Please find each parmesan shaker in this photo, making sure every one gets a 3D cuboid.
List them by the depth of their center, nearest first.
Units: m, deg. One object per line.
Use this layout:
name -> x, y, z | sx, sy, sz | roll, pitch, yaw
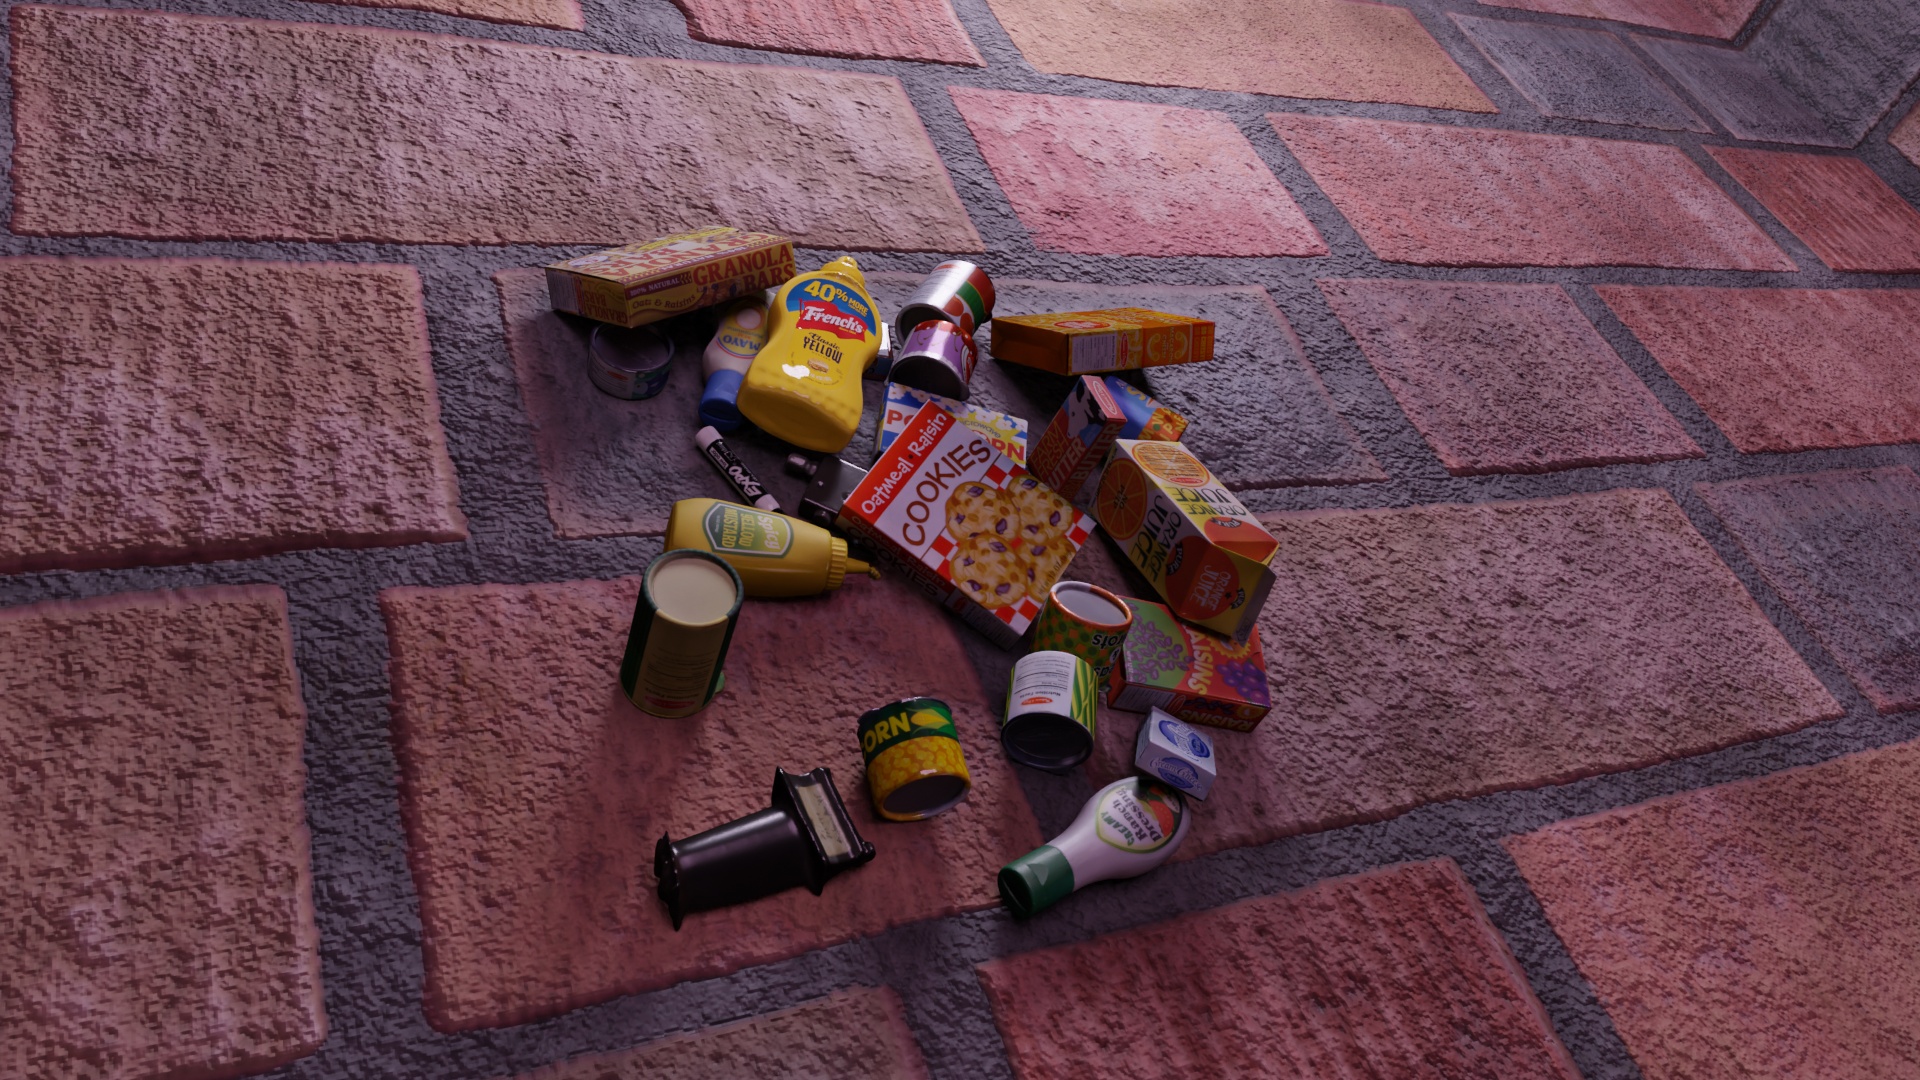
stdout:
parmesan shaker -> -0.181, 0.061, 0.915 | 0.071, 0.102, 0.072 | 12, 46, -13

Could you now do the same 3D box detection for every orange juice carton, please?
orange juice carton -> 0.187, -0.001, 1.118 | 0.073, 0.071, 0.193 | 0, 36, -31

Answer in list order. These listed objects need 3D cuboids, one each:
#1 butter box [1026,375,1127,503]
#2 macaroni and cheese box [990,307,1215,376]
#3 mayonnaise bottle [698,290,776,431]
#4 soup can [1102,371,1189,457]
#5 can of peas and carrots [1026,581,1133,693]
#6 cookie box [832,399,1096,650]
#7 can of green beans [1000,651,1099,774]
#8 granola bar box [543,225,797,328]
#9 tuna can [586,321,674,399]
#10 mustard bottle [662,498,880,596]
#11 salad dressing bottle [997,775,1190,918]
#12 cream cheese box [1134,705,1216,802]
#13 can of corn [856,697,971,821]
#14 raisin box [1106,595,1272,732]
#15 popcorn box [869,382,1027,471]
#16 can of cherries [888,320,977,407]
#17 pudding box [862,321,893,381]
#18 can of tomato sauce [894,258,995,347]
butter box -> 0.096, -0.083, 1.166 | 0.024, 0.103, 0.053 | 1, 47, -34
macaroni and cheese box -> 0.130, -0.184, 1.275 | 0.167, 0.040, 0.124 | -9, 19, -30
mayonnaise bottle -> -0.183, -0.151, 1.149 | 0.065, 0.041, 0.149 | 14, 45, -7
soup can -> 0.152, -0.101, 1.230 | 0.084, 0.071, 0.072 | 32, 45, 5
can of peas and carrots -> 0.091, 0.072, 1.039 | 0.071, 0.058, 0.071 | 15, 24, -7
cookie box -> 0.004, -0.014, 1.077 | 0.167, 0.040, 0.123 | 36, 59, 0
can of green beans -> 0.065, 0.121, 0.993 | 0.071, 0.071, 0.058 | 19, 45, -7
granola bar box -> -0.239, -0.222, 1.150 | 0.166, 0.039, 0.124 | -26, 32, -38
tuna can -> -0.264, -0.148, 1.118 | 0.071, 0.032, 0.071 | 12, 47, -13
mustard bottle -> -0.135, 0.010, 1.019 | 0.160, 0.048, 0.065 | 8, 49, -16
salad dressing bottle -> 0.091, 0.208, 0.941 | 0.148, 0.043, 0.064 | -20, 60, -36
cream cheese box -> 0.154, 0.152, 0.998 | 0.053, 0.024, 0.104 | 28, 10, 4
can of corn -> -0.033, 0.146, 0.927 | 0.071, 0.070, 0.058 | 0, 51, -24
raisin box -> 0.175, 0.096, 1.083 | 0.123, 0.039, 0.086 | 12, 46, -14
popcorn box -> -0.009, -0.076, 1.159 | 0.127, 0.038, 0.085 | 15, 46, -11
can of cherries -> -0.020, -0.147, 1.198 | 0.071, 0.071, 0.059 | 23, 44, -3
pudding box -> -0.103, -0.171, 1.210 | 0.084, 0.030, 0.050 | 6, 49, -18
can of tomato sauce -> -0.013, -0.204, 1.256 | 0.071, 0.070, 0.083 | 29, 45, 3
